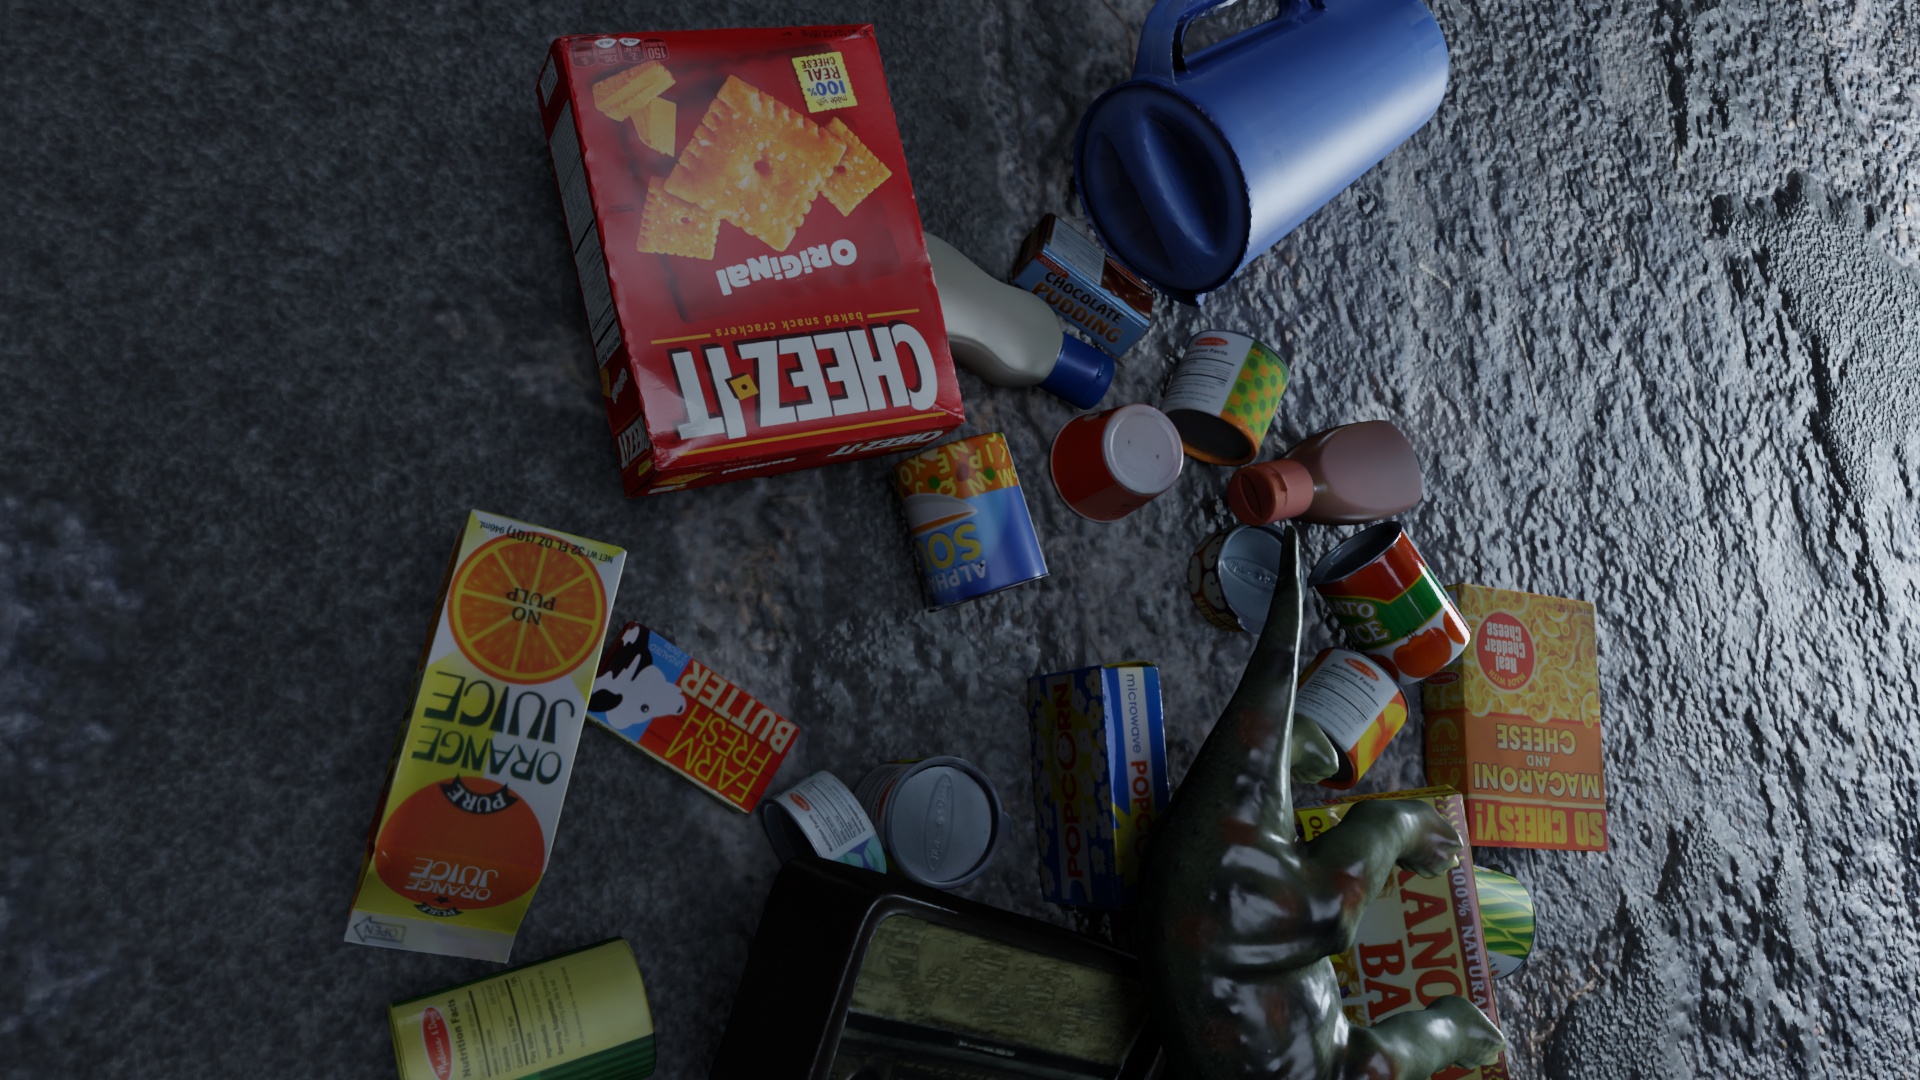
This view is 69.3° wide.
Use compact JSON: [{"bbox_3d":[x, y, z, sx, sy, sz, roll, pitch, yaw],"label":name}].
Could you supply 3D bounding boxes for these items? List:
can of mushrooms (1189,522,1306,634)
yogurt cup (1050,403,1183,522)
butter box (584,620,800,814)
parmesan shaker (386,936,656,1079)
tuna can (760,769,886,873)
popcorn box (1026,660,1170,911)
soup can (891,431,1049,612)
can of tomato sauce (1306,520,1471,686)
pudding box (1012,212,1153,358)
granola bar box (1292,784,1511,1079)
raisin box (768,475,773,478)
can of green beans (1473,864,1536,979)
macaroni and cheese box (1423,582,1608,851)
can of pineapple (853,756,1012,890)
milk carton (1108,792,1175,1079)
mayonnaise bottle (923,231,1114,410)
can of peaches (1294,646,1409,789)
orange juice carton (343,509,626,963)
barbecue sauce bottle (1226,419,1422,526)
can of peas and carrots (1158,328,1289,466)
[{"bbox_3d":[0.175,0.025,0.851,0.071,0.033,0.071,5,78,-25],"label":"can of mushrooms"},{"bbox_3d":[0.094,-0.048,0.815,0.072,0.054,0.072,5,79,-24],"label":"yogurt cup"},{"bbox_3d":[-0.137,0.090,0.697,0.103,0.024,0.053,35,68,-15],"label":"butter box"},{"bbox_3d":[-0.194,0.226,0.619,0.103,0.071,0.071,-10,85,-27],"label":"parmesan shaker"},{"bbox_3d":[-0.068,0.152,0.696,0.033,0.071,0.071,-28,93,-28],"label":"tuna can"},{"bbox_3d":[0.075,0.132,0.754,0.038,0.085,0.127,1,79,-26],"label":"popcorn box"},{"bbox_3d":[0.003,-0.010,0.758,0.071,0.071,0.084,-16,87,-27],"label":"soup can"},{"bbox_3d":[0.269,0.041,0.874,0.071,0.071,0.083,-40,99,-26],"label":"can of tomato sauce"},{"bbox_3d":[0.075,-0.152,0.829,0.083,0.030,0.050,33,37,-16],"label":"pudding box"},{"bbox_3d":[0.237,0.233,0.802,0.124,0.039,0.165,-9,82,8],"label":"granola bar box"},{"bbox_3d":[-0.112,-0.108,0.739,0.123,0.040,0.086,46,64,-9],"label":"raisin box"},{"bbox_3d":[0.308,0.231,0.855,0.058,0.071,0.071,20,73,-20],"label":"can of green beans"},{"bbox_3d":[0.366,0.119,0.919,0.124,0.040,0.167,8,76,-24],"label":"macaroni and cheese box"},{"bbox_3d":[-0.018,0.147,0.723,0.071,0.057,0.071,5,79,-24],"label":"can of pineapple"},{"bbox_3d":[0.133,0.235,0.768,0.072,0.073,0.190,0,80,-26],"label":"milk carton"},{"bbox_3d":[0.019,-0.121,0.803,0.148,0.041,0.065,24,70,-20],"label":"mayonnaise bottle"},{"bbox_3d":[0.228,0.110,0.842,0.058,0.071,0.071,-42,99,-25],"label":"can of peaches"},{"bbox_3d":[-0.216,0.090,0.632,0.072,0.073,0.193,17,74,-22],"label":"orange juice carton"},{"bbox_3d":[0.227,-0.037,0.864,0.149,0.043,0.065,-11,77,-40],"label":"barbecue sauce bottle"},{"bbox_3d":[0.161,-0.085,0.848,0.071,0.071,0.059,33,69,-16],"label":"can of peas and carrots"}]
